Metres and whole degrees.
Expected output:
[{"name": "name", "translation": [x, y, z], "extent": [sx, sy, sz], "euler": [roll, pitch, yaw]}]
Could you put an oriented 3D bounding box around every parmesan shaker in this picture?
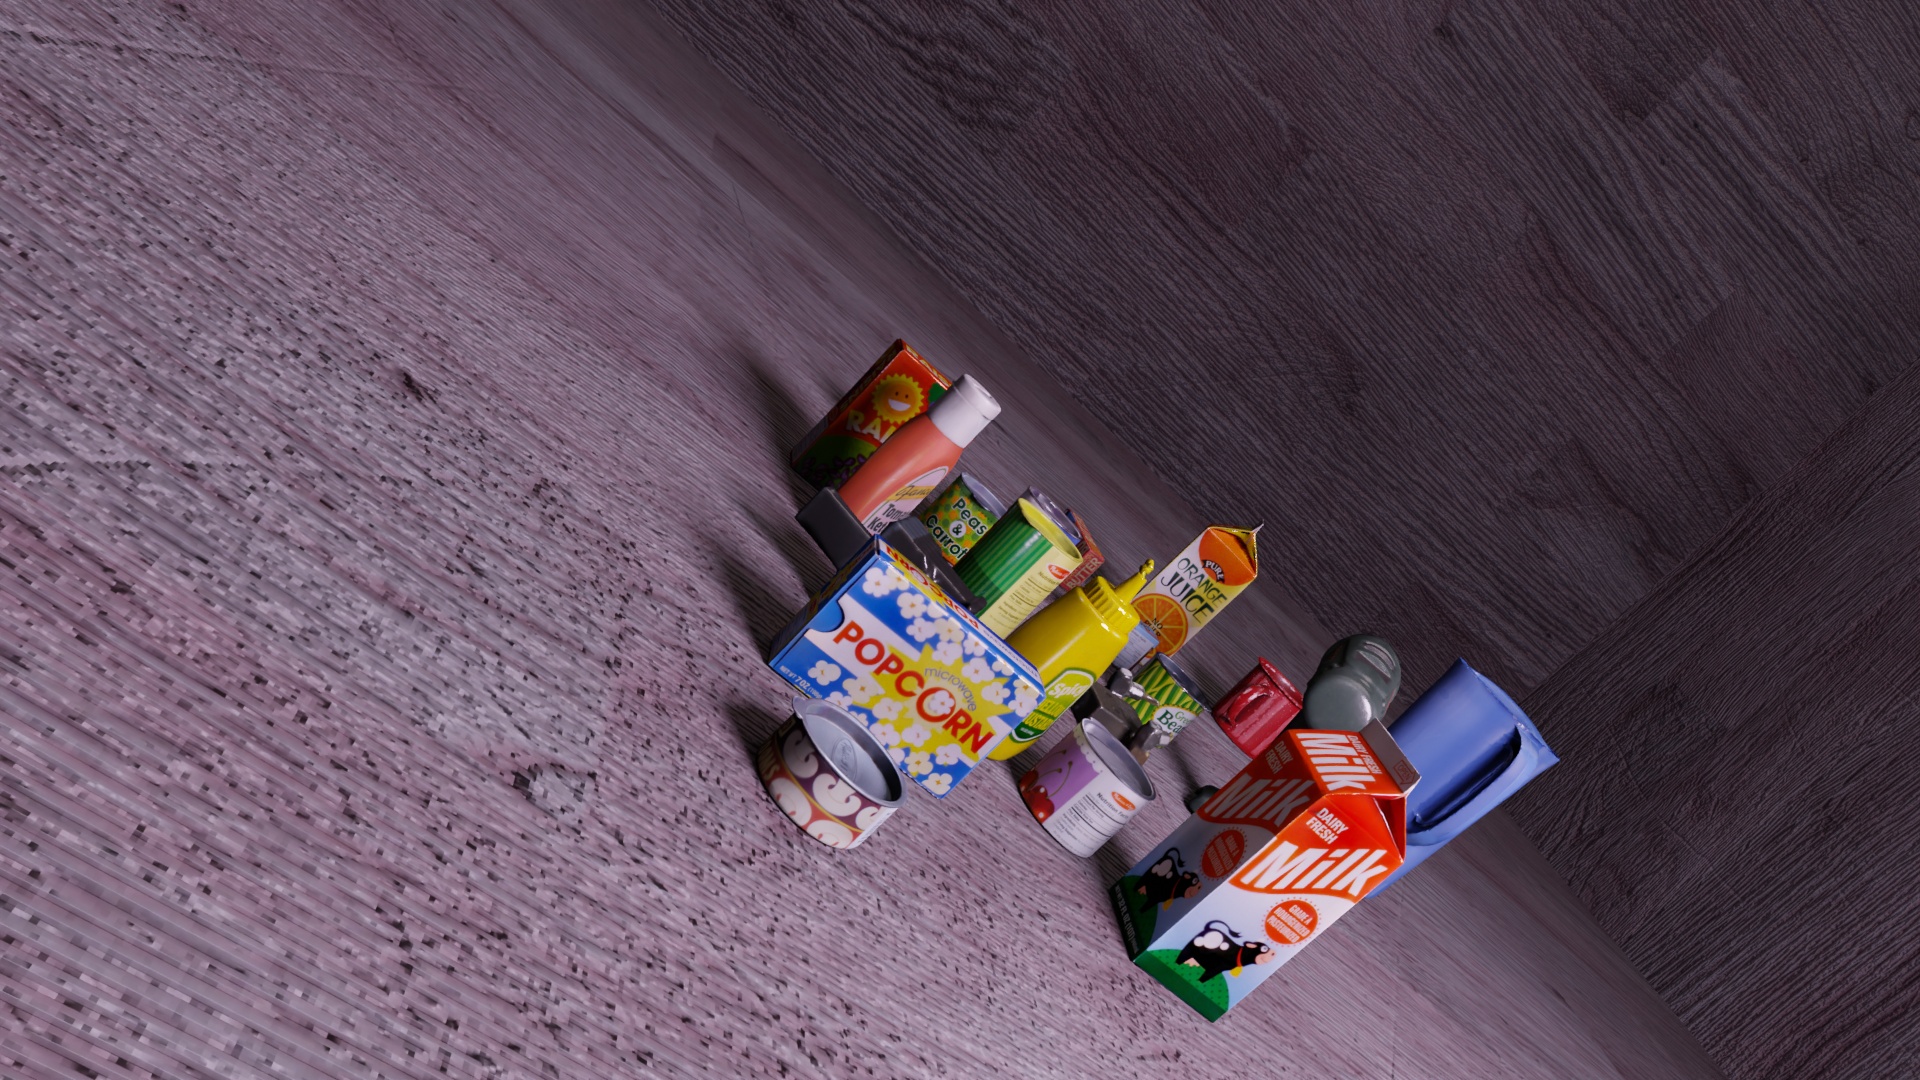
[{"name": "parmesan shaker", "translation": [0.030, 0.027, 1.027], "extent": [0.071, 0.103, 0.071], "euler": [42, 12, -11]}]

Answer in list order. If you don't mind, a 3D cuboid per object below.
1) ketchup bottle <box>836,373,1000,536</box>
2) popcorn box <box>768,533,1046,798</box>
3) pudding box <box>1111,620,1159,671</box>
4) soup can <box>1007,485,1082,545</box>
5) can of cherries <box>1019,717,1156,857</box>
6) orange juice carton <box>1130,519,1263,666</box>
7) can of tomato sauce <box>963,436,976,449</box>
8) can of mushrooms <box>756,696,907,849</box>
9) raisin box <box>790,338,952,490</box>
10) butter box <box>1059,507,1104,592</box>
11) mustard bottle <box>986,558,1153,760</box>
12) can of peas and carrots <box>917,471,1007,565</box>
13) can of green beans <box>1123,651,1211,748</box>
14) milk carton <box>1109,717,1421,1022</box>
[{"name": "ketchup bottle", "translation": [-0.036, -0.051, 0.960], "extent": [0.043, 0.148, 0.065], "euler": [49, 13, 20]}, {"name": "popcorn box", "translation": [-0.028, 0.069, 0.747], "extent": [0.126, 0.085, 0.038], "euler": [41, 12, -18]}, {"name": "pudding box", "translation": [0.146, 0.087, 1.333], "extent": [0.083, 0.049, 0.030], "euler": [38, 14, -30]}, {"name": "soup can", "translation": [0.057, 0.005, 1.233], "extent": [0.071, 0.083, 0.071], "euler": [42, 12, -11]}, {"name": "can of cherries", "translation": [0.079, 0.154, 0.874], "extent": [0.071, 0.058, 0.072], "euler": [42, 12, -11]}, {"name": "orange juice carton", "translation": [0.247, 0.046, 1.457], "extent": [0.073, 0.192, 0.072], "euler": [46, 12, 7]}, {"name": "can of tomato sauce", "translation": [-0.038, -0.086, 1.221], "extent": [0.071, 0.083, 0.071], "euler": [42, 12, -11]}, {"name": "can of mushrooms", "translation": [-0.061, 0.106, 0.640], "extent": [0.071, 0.033, 0.071], "euler": [42, 12, -11]}, {"name": "raisin box", "translation": [-0.055, -0.078, 1.046], "extent": [0.086, 0.123, 0.040], "euler": [41, 12, -19]}, {"name": "butter box", "translation": [0.116, 0.010, 1.476], "extent": [0.024, 0.053, 0.104], "euler": [39, 13, -25]}, {"name": "mustard bottle", "translation": [0.062, 0.069, 0.860], "extent": [0.065, 0.160, 0.049], "euler": [29, 20, -54]}, {"name": "can of peas and carrots", "translation": [0.004, -0.015, 1.185], "extent": [0.071, 0.058, 0.071], "euler": [42, 12, -11]}, {"name": "can of green beans", "translation": [0.178, 0.142, 1.235], "extent": [0.071, 0.057, 0.071], "euler": [42, 12, -11]}, {"name": "milk carton", "translation": [0.184, 0.183, 0.812], "extent": [0.073, 0.190, 0.072], "euler": [41, 12, -19]}]
